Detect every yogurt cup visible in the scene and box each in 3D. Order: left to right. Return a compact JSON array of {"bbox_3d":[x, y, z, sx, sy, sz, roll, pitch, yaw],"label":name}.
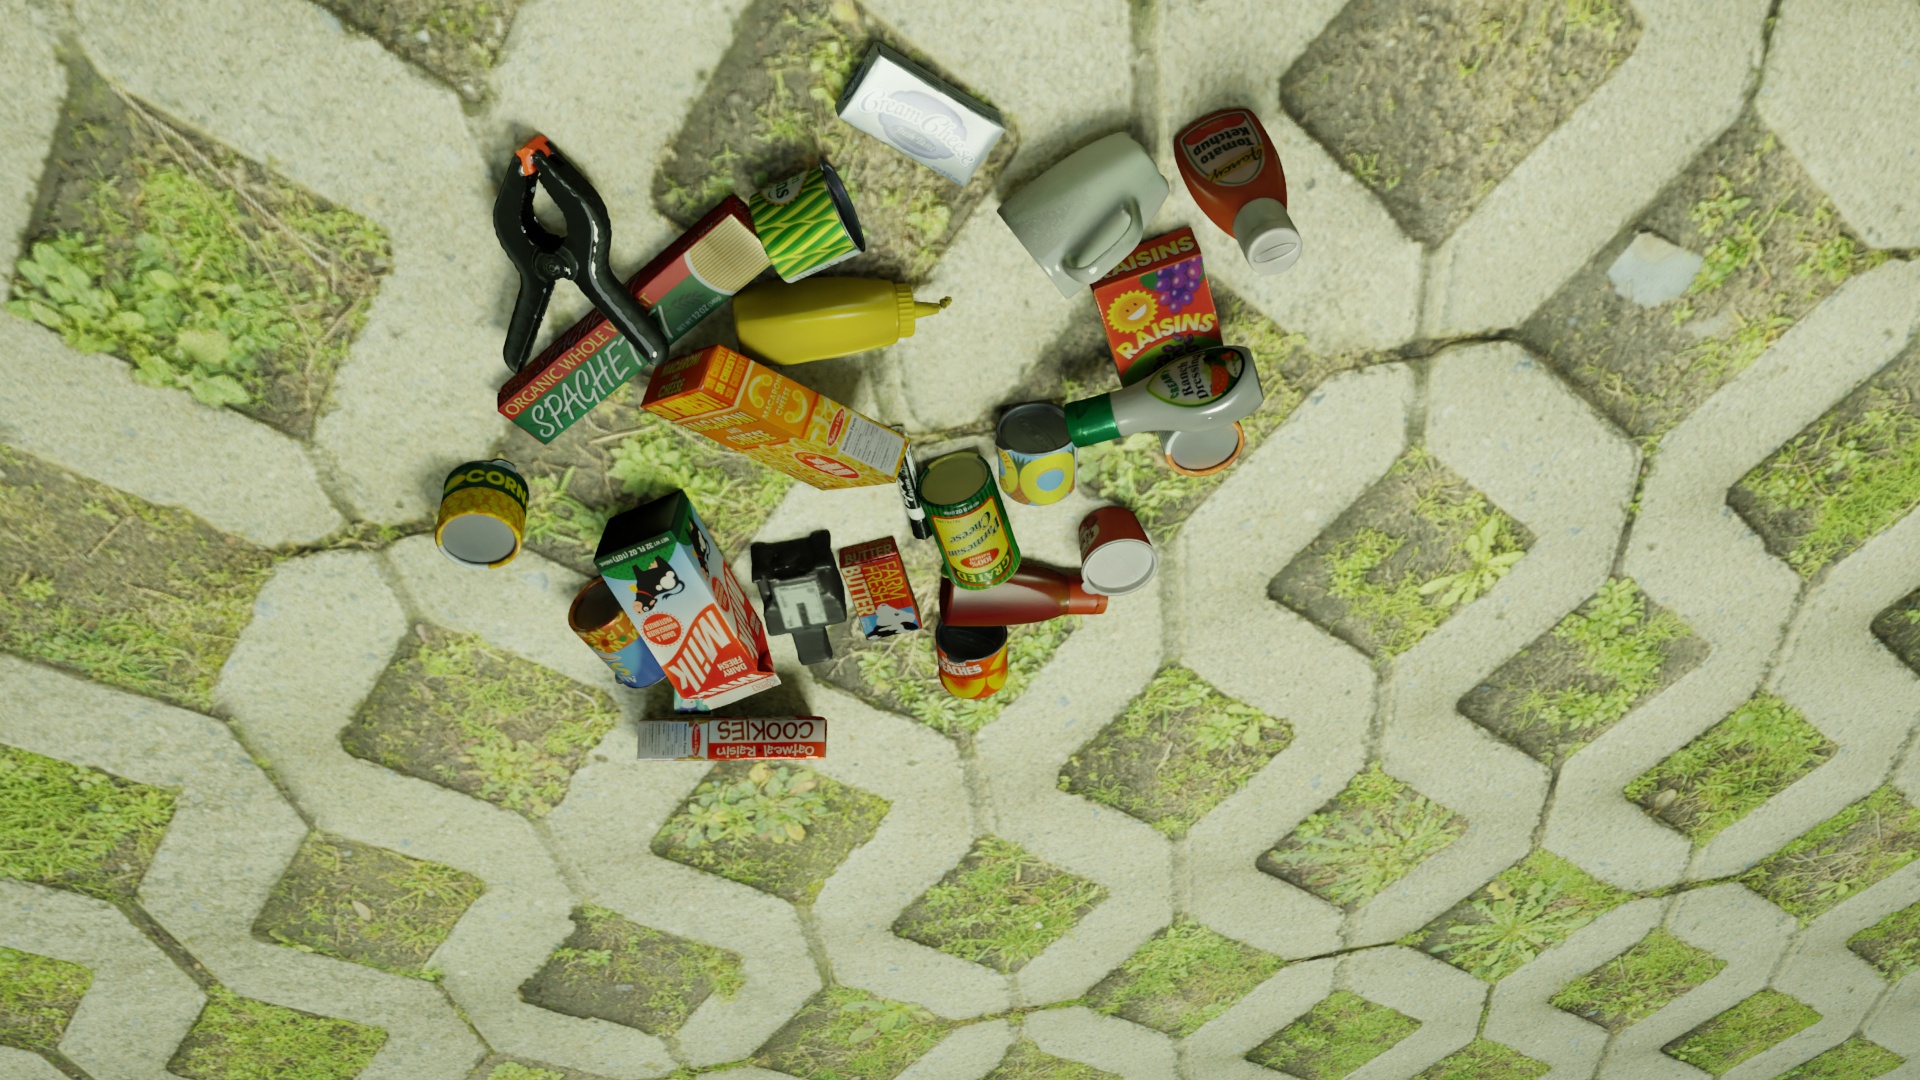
[{"bbox_3d":[0.135,0.007,1.221,0.072,0.054,0.072,-5,134,-5],"label":"yogurt cup"}]

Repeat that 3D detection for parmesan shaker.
[{"bbox_3d":[0.004,-0.015,1.167,0.071,0.071,0.102,-16,134,5],"label":"parmesan shaker"}]

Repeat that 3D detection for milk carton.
[{"bbox_3d":[-0.223,0.061,1.163,0.072,0.074,0.189,-21,119,9],"label":"milk carton"}]

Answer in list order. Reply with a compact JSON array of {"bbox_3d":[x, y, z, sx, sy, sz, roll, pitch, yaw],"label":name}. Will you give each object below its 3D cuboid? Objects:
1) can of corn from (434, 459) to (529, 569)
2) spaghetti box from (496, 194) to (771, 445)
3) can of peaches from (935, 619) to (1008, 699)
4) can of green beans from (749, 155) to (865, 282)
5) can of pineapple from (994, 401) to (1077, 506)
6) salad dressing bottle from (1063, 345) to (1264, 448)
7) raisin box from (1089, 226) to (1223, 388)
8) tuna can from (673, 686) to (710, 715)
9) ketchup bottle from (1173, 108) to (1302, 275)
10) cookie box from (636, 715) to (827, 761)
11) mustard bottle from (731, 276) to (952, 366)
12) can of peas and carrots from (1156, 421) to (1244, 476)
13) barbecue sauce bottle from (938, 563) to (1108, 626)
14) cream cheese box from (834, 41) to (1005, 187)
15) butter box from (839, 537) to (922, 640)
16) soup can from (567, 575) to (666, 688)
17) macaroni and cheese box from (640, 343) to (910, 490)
[{"bbox_3d":[-0.376,-0.021,1.098,0.071,0.058,0.070,-5,134,-5],"label":"can of corn"},{"bbox_3d":[-0.239,-0.156,1.015,0.249,0.029,0.050,-34,129,20],"label":"spaghetti box"},{"bbox_3d":[0.010,0.106,1.280,0.071,0.071,0.057,-7,135,-4],"label":"can of peaches"},{"bbox_3d":[-0.105,-0.218,0.955,0.058,0.071,0.071,-21,133,10],"label":"can of green beans"},{"bbox_3d":[0.061,-0.070,1.126,0.071,0.071,0.057,-8,134,-3],"label":"can of pineapple"},{"bbox_3d":[0.154,-0.106,1.060,0.147,0.064,0.044,-15,145,15],"label":"salad dressing bottle"},{"bbox_3d":[0.153,-0.170,1.068,0.086,0.040,0.123,-18,135,8],"label":"raisin box"},{"bbox_3d":[-0.241,0.124,1.252,0.033,0.071,0.070,1,133,-10],"label":"tuna can"},{"bbox_3d":[0.191,-0.234,0.936,0.064,0.149,0.043,-21,134,10],"label":"ketchup bottle"},{"bbox_3d":[-0.213,0.183,1.289,0.168,0.040,0.122,1,172,-12],"label":"cookie box"},{"bbox_3d":[-0.084,-0.163,1.014,0.160,0.065,0.048,-6,131,-8],"label":"mustard bottle"},{"bbox_3d":[0.195,-0.094,1.133,0.071,0.059,0.070,-5,134,-5],"label":"can of peas and carrots"},{"bbox_3d":[0.058,0.049,1.254,0.149,0.044,0.064,1,133,-12],"label":"barbecue sauce bottle"},{"bbox_3d":[-0.027,-0.286,0.935,0.104,0.024,0.053,22,124,-28],"label":"cream cheese box"},{"bbox_3d":[-0.071,0.045,1.239,0.053,0.024,0.103,-13,134,3],"label":"butter box"},{"bbox_3d":[-0.291,0.079,1.202,0.071,0.072,0.083,-23,132,11],"label":"soup can"},{"bbox_3d":[-0.140,-0.089,1.044,0.166,0.040,0.123,25,165,-29],"label":"macaroni and cheese box"}]
